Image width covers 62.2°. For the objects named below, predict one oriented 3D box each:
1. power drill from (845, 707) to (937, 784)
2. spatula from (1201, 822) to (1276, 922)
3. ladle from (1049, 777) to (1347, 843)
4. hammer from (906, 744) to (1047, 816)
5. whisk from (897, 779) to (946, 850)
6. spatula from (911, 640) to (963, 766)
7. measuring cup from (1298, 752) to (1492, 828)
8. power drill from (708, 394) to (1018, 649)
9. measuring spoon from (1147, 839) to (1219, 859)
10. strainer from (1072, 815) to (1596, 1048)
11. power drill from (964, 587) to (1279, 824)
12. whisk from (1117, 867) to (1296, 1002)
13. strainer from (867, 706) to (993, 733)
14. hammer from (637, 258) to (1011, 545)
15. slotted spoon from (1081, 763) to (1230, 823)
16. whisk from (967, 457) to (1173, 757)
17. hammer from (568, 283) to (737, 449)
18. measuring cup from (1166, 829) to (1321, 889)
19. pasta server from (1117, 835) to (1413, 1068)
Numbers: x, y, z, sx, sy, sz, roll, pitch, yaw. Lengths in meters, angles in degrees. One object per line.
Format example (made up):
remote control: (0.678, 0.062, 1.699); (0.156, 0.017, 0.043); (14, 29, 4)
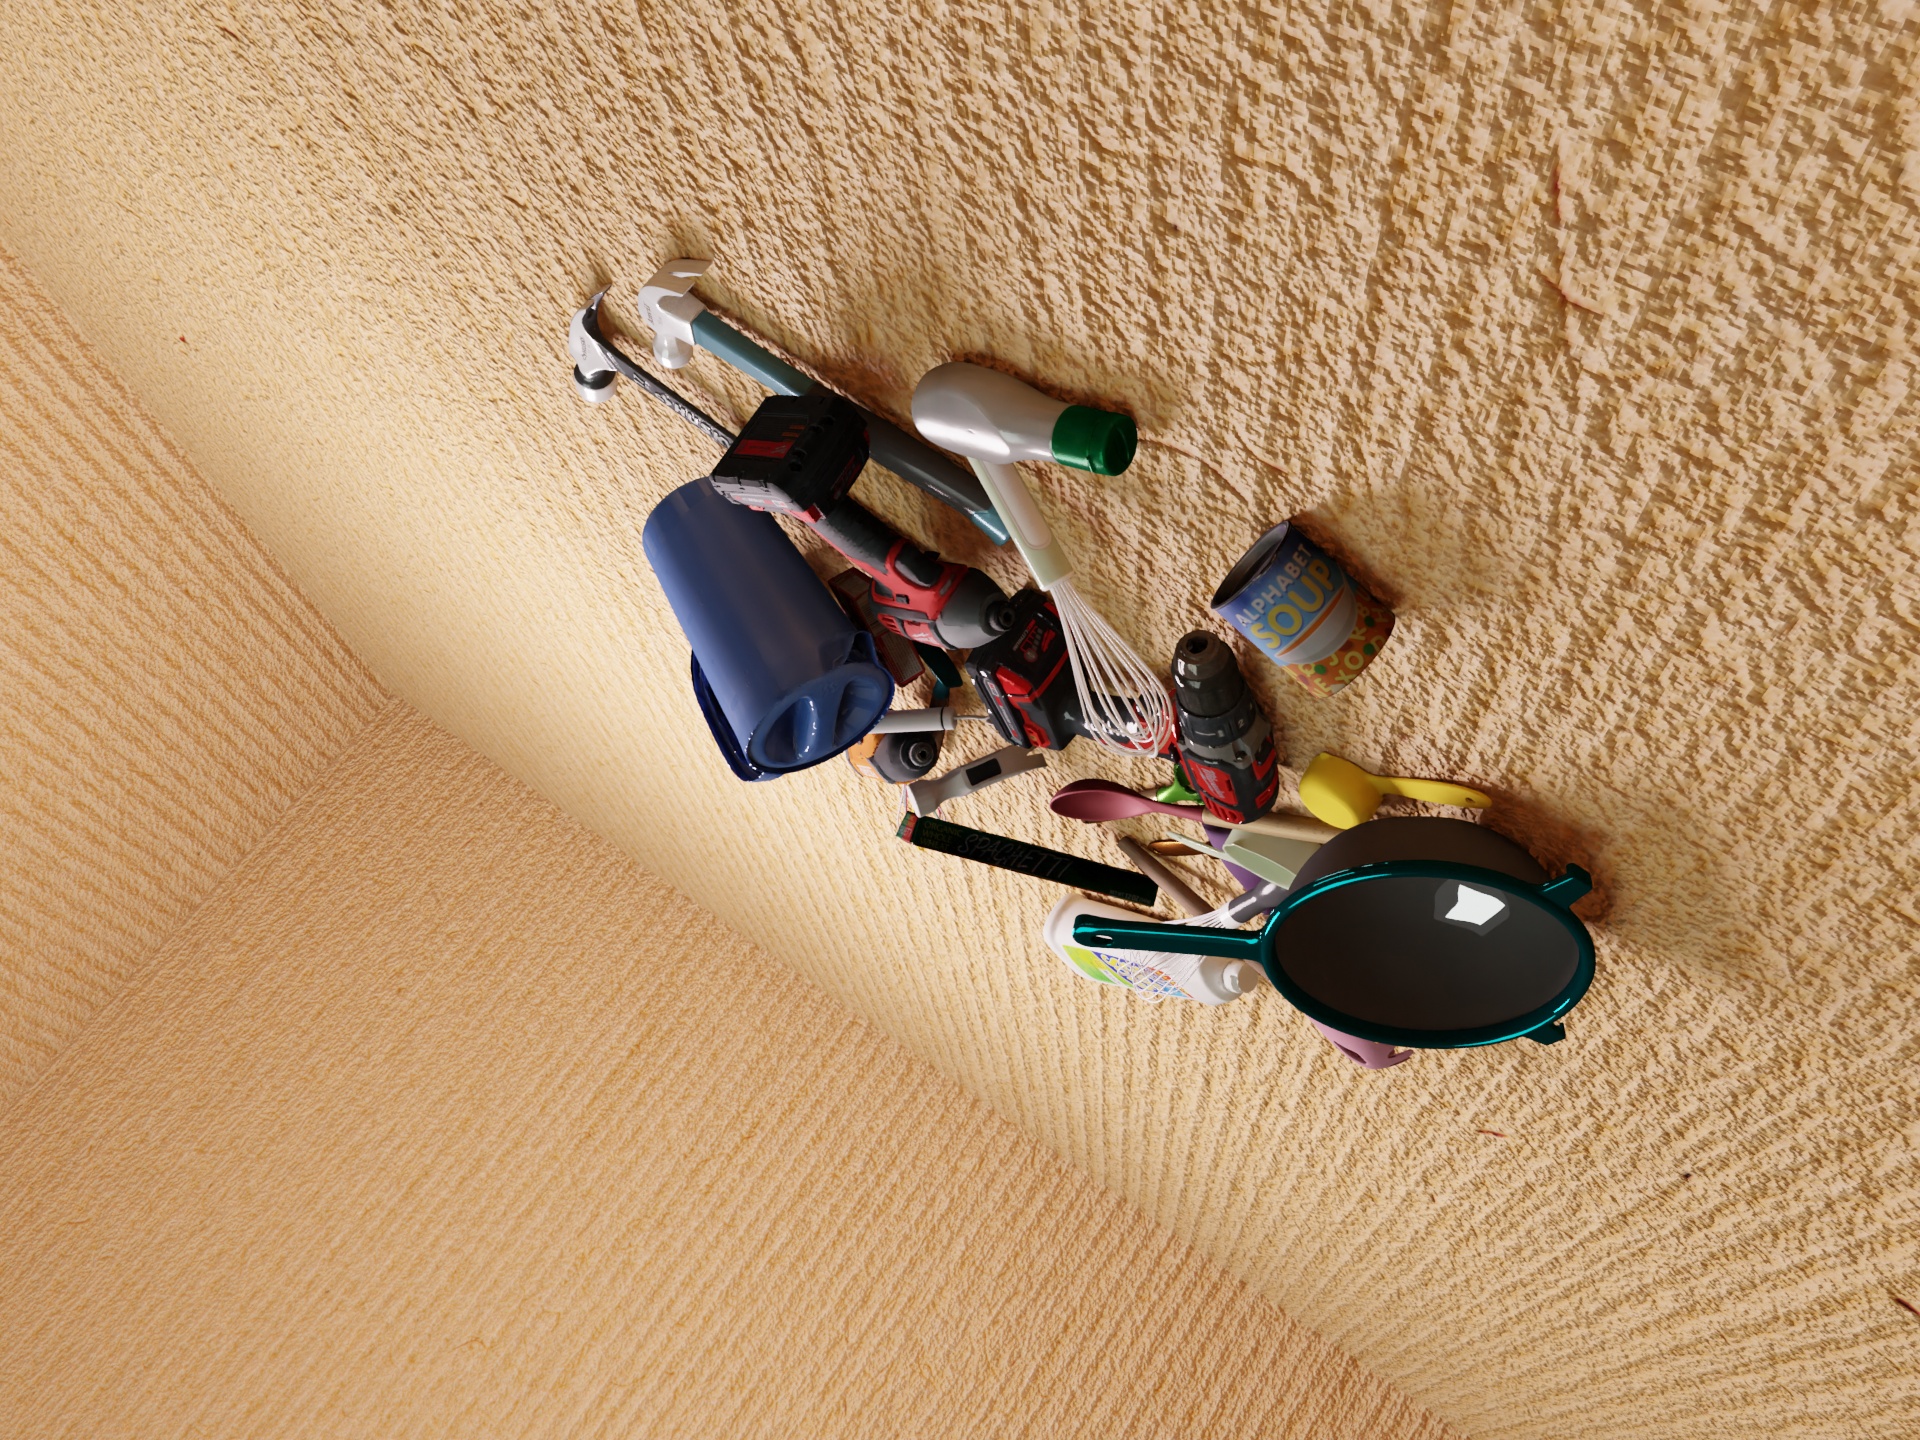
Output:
power drill: (-0.110, -0.033, 1.452); (0.226, 0.084, 0.164); (50, 166, -15)
spatula: (0.280, 0.179, 1.396); (0.060, 0.018, 0.315); (14, 150, 40)
ladle: (0.207, 0.074, 1.190); (0.315, 0.031, 0.069); (7, 163, 35)
hammer: (-0.001, 0.059, 1.513); (0.331, 0.130, 0.031); (147, 102, -81)
whisk: (-0.051, 0.072, 1.705); (0.051, 0.047, 0.244); (30, 157, 24)
spatula: (-0.029, -0.012, 1.459); (0.082, 0.044, 0.317); (53, 164, 16)
measuring cup: (0.290, 0.055, 1.072); (0.062, 0.029, 0.156); (47, 160, -24)
power drill: (-0.057, -0.127, 1.114); (0.219, 0.078, 0.143); (42, 165, -35)
measuring spoon: (0.197, 0.116, 1.408); (0.021, 0.011, 0.117); (43, 160, -16)
strainer: (0.249, 0.126, 1.086); (0.340, 0.095, 0.210); (2, 139, 16)
power drill: (0.118, -0.021, 1.142); (0.227, 0.080, 0.187); (22, 155, 32)
whisk: (0.219, 0.177, 1.374); (0.070, 0.070, 0.284); (39, 143, -3)
strainer: (-0.002, -0.004, 1.315); (0.258, 0.050, 0.087); (-3, -175, 15)
hammer: (-0.093, -0.220, 1.121); (0.331, 0.033, 0.128); (34, 162, 11)
slotted spoon: (0.163, 0.068, 1.338); (0.070, 0.031, 0.314); (36, 163, -9)
whisk: (0.067, -0.084, 1.034); (0.246, 0.058, 0.059); (61, 169, -1)
hammer: (-0.147, -0.200, 1.262); (0.409, 0.036, 0.149); (35, 160, 5)
measuring cup: (0.223, 0.094, 1.271); (0.083, 0.038, 0.168); (36, 170, -29)
pasta server: (0.264, 0.203, 1.419); (0.316, 0.040, 0.060); (41, 165, 23)
